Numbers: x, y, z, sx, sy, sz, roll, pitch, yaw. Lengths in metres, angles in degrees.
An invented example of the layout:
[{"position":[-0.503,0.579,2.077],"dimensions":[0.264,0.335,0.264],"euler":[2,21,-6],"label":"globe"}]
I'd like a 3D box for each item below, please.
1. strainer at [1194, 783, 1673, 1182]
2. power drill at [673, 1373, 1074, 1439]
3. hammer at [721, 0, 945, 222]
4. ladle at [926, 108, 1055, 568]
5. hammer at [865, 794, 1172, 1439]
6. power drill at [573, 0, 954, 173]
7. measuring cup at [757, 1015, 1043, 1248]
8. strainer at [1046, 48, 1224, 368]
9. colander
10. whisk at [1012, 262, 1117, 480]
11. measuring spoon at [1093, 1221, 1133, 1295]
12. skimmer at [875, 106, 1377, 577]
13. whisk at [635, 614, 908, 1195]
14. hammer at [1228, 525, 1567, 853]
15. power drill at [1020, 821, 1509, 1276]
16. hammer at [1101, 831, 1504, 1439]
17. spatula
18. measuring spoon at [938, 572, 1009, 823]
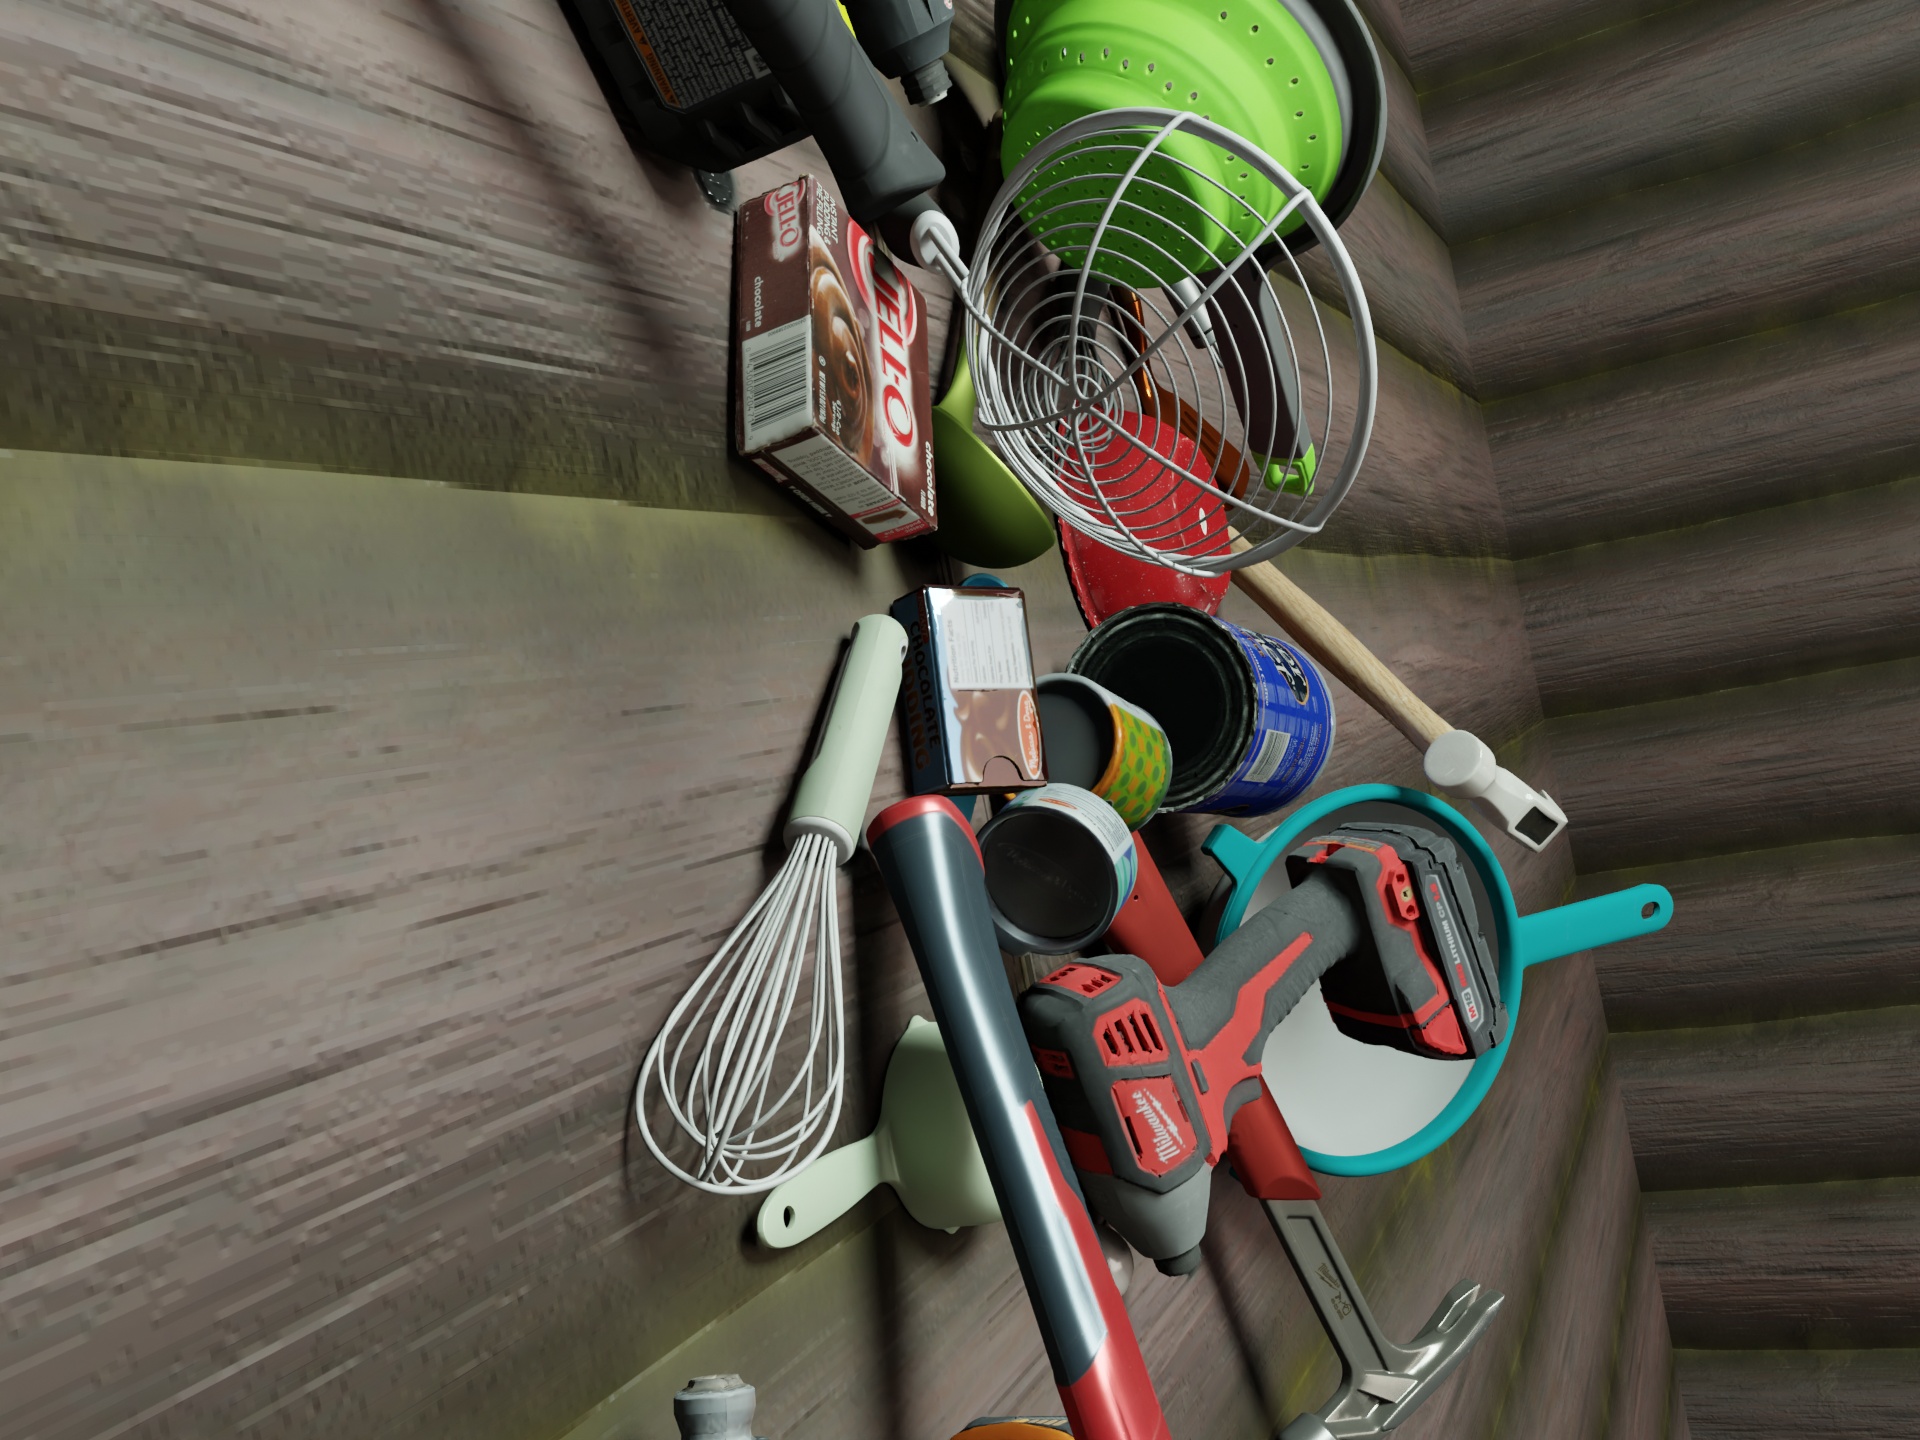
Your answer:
[{"position":[0.260,0.130,0.918],"dimensions":[0.340,0.095,0.211],"euler":[-8,95,-27],"label":"strainer"},{"position":[-0.015,0.267,0.465],"dimensions":[0.226,0.084,0.164],"euler":[20,60,-56],"label":"power drill"},{"position":[-0.101,-0.275,0.423],"dimensions":[0.334,0.035,0.146],"euler":[51,28,-36],"label":"hammer"},{"position":[0.019,-0.197,0.746],"dimensions":[0.078,0.062,0.320],"euler":[49,36,-42],"label":"ladle"},{"position":[0.031,0.193,0.489],"dimensions":[0.143,0.038,0.387],"euler":[16,45,-50],"label":"hammer"},{"position":[-0.065,-0.297,0.600],"dimensions":[0.171,0.080,0.223],"euler":[63,27,-26],"label":"power drill"},{"position":[-0.013,0.151,0.555],"dimensions":[0.167,0.038,0.083],"euler":[-4,83,-65],"label":"measuring cup"},{"position":[0.088,-0.306,0.903],"dimensions":[0.258,0.050,0.087],"euler":[54,24,-24],"label":"strainer"},{"position":[0.115,-0.226,0.807],"dimensions":[0.094,0.205,0.396],"euler":[-58,143,-22],"label":"colander"},{"position":[0.063,-0.204,0.846],"dimensions":[0.055,0.055,0.239],"euler":[58,28,-35],"label":"whisk"},{"position":[0.084,0.227,0.740],"dimensions":[0.124,0.018,0.034],"euler":[-36,111,-62],"label":"measuring spoon"},{"position":[0.029,-0.156,0.543],"dimensions":[0.364,0.090,0.127],"euler":[-110,-171,-62],"label":"skimmer"},{"position":[-0.050,0.046,0.528],"dimensions":[0.247,0.059,0.057],"euler":[-77,-179,-46],"label":"whisk"},{"position":[0.227,-0.031,0.912],"dimensions":[0.130,0.031,0.332],"euler":[32,15,-35],"label":"hammer"},{"position":[0.139,0.144,0.722],"dimensions":[0.219,0.078,0.143],"euler":[-24,100,-26],"label":"power drill"},{"position":[0.154,0.202,0.794],"dimensions":[0.149,0.037,0.359],"euler":[-34,105,-23],"label":"hammer"},{"position":[0.101,-0.277,0.955],"dimensions":[0.322,0.041,0.081],"euler":[67,29,-20],"label":"spatula"},{"position":[-0.001,-0.002,0.675],"dimensions":[0.042,0.021,0.129],"euler":[28,62,-36],"label":"measuring spoon"}]
